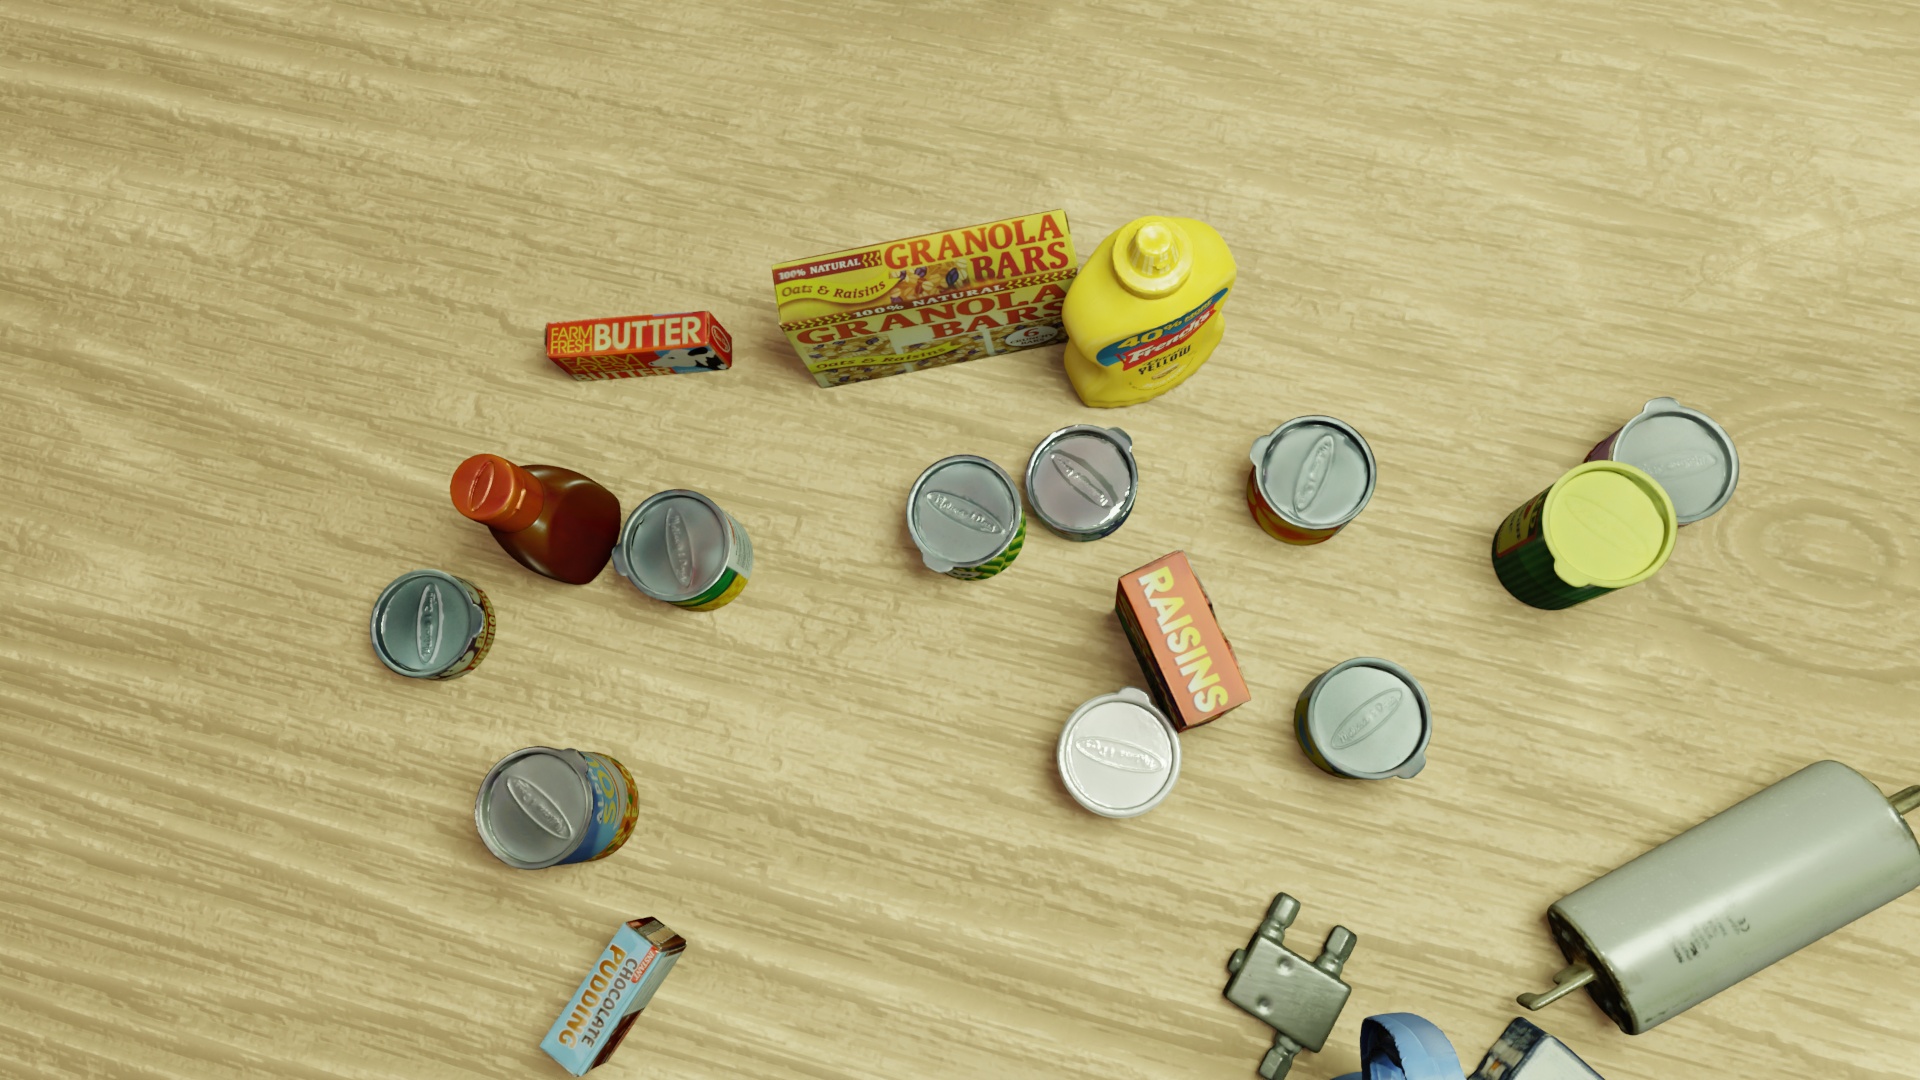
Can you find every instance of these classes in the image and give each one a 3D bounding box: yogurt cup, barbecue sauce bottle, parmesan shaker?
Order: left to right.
[{"bbox_3d":[-0.241,-0.015,0.795,0.044,0.148,0.065,17,82,9],"label":"barbecue sauce bottle"},{"bbox_3d":[0.089,0.122,0.785,0.072,0.054,0.072,-1,79,6],"label":"yogurt cup"},{"bbox_3d":[0.335,0.002,0.758,0.071,0.103,0.071,-1,80,6],"label":"parmesan shaker"}]

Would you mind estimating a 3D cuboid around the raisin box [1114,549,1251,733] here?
[{"bbox_3d":[0.119,0.059,0.758,0.040,0.123,0.086,-23,78,1],"label":"raisin box"}]

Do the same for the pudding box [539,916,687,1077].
[{"bbox_3d":[-0.196,0.258,0.789,0.030,0.049,0.084,33,84,10],"label":"pudding box"}]

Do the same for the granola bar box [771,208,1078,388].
[{"bbox_3d":[-0.015,-0.138,0.809,0.165,0.124,0.039,-10,79,4],"label":"granola bar box"}]

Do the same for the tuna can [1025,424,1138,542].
[{"bbox_3d":[0.074,-0.035,0.827,0.071,0.033,0.071,-1,79,6],"label":"tuna can"}]

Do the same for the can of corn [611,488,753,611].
[{"bbox_3d":[-0.164,0.008,0.829,0.071,0.058,0.071,-1,79,6],"label":"can of corn"}]

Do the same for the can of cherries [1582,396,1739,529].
[{"bbox_3d":[0.392,-0.039,0.783,0.071,0.058,0.071,-1,79,6],"label":"can of cherries"}]

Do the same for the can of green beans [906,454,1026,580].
[{"bbox_3d":[0.004,-0.012,0.817,0.071,0.057,0.071,-1,79,6],"label":"can of green beans"}]

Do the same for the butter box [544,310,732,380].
[{"bbox_3d":[-0.198,-0.120,0.860,0.103,0.053,0.024,-3,80,5],"label":"butter box"}]

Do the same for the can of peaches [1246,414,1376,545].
[{"bbox_3d":[0.199,-0.035,0.802,0.071,0.058,0.071,-1,79,6],"label":"can of peaches"}]

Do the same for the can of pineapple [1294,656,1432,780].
[{"bbox_3d":[0.223,0.102,0.773,0.071,0.058,0.071,-1,79,6],"label":"can of pineapple"}]

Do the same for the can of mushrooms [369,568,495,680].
[{"bbox_3d":[-0.319,0.052,0.849,0.071,0.033,0.071,-1,79,6],"label":"can of mushrooms"}]

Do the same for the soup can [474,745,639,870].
[{"bbox_3d":[-0.226,0.151,0.795,0.071,0.083,0.071,-1,80,6],"label":"soup can"}]
